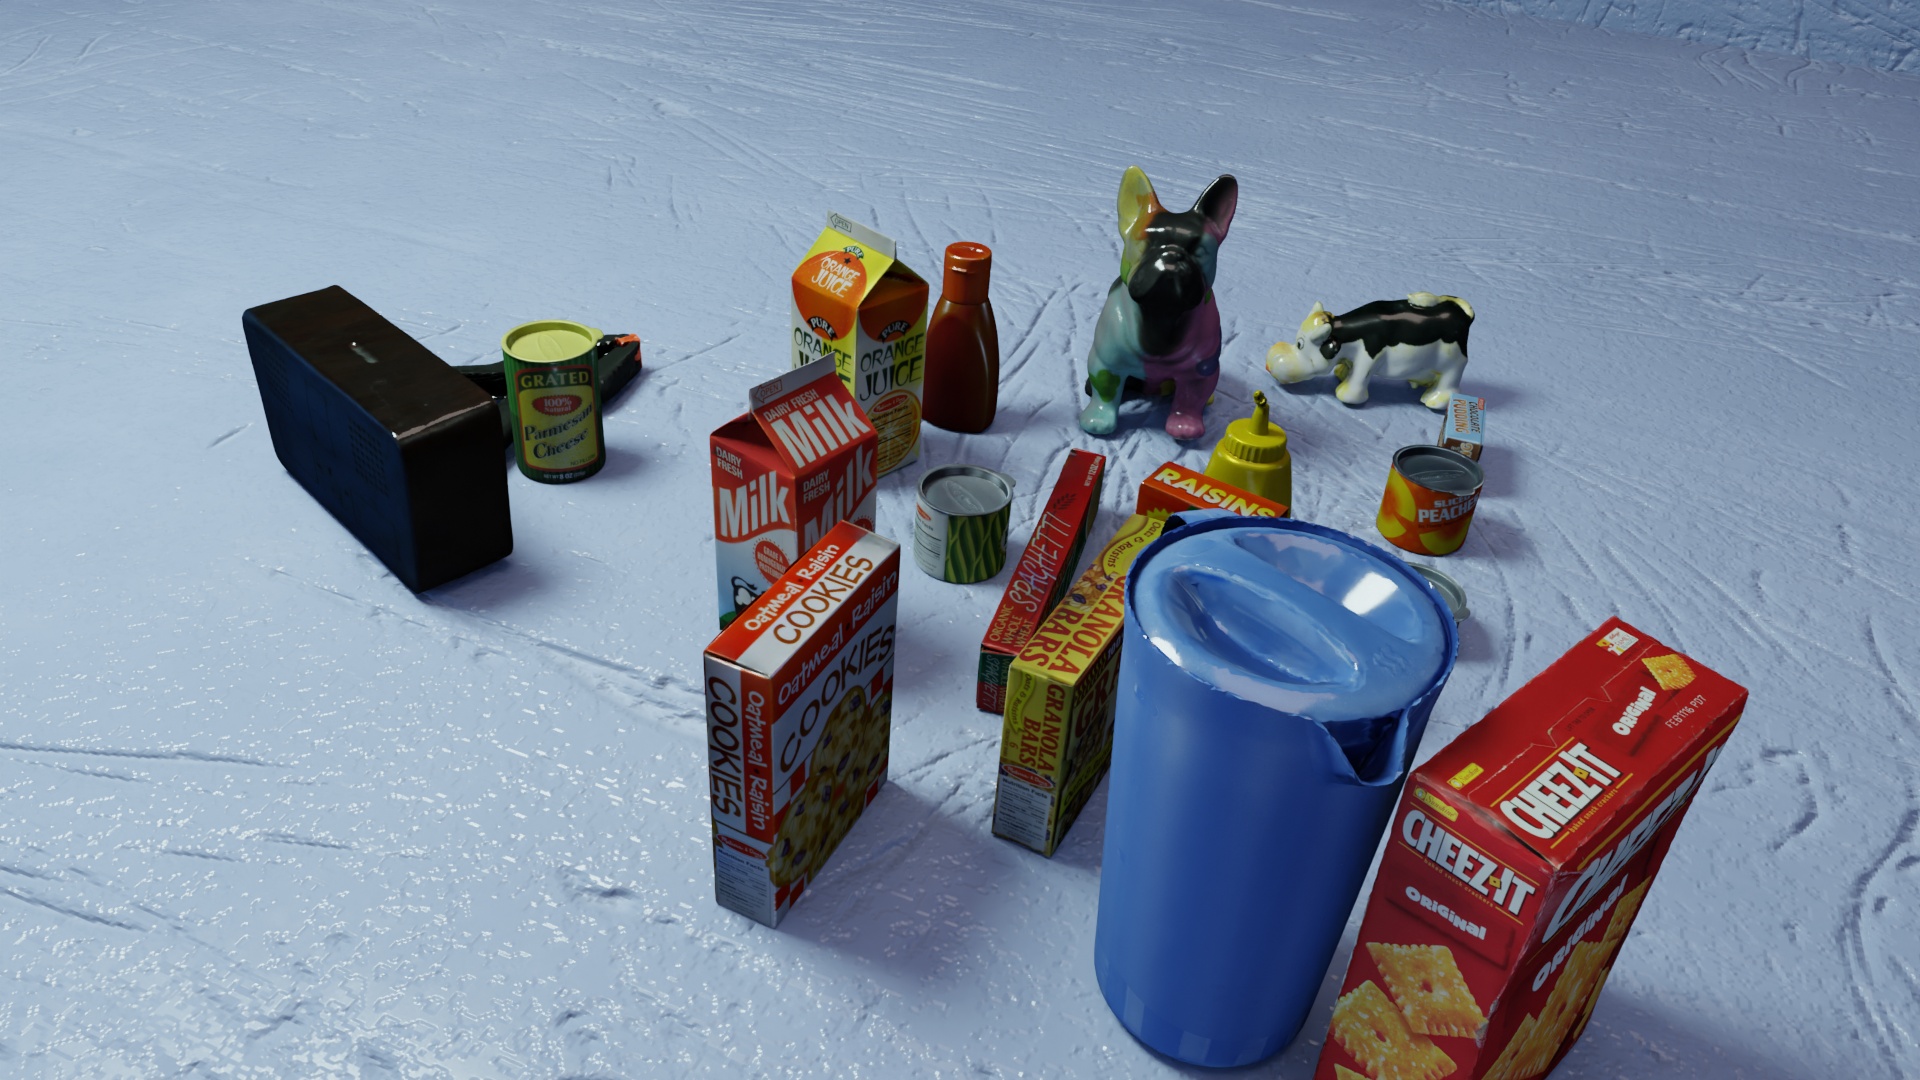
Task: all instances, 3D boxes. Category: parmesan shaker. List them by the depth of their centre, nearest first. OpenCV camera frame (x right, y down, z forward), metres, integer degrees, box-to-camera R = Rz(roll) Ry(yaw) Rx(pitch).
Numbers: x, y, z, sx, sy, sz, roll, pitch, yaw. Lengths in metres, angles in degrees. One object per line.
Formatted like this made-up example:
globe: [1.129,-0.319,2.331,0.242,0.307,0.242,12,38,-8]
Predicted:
parmesan shaker: [-0.293,-0.101,1.016,0.071,0.102,0.072,3,34,-2]

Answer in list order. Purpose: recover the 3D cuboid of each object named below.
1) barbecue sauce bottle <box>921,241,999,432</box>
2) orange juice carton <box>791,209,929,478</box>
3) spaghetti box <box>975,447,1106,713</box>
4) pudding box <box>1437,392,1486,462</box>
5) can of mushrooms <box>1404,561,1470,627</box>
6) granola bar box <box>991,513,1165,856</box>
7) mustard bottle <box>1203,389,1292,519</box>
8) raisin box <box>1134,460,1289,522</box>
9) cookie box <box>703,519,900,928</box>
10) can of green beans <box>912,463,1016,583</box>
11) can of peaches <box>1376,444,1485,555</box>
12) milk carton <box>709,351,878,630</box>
barbecue sauce bottle: [0.001,-0.160,1.096,0.065,0.147,0.044,16,36,16]
orange juice carton: [-0.075,-0.142,1.023,0.072,0.191,0.073,31,42,33]
spaghetti box: [0.057,0.020,0.927,0.029,0.049,0.251,12,35,11]
pudding box: [0.399,-0.078,1.111,0.030,0.049,0.084,14,35,14]
can of mushrooms: [0.304,0.047,0.932,0.071,0.033,0.071,3,34,-2]
granola bar box: [0.075,0.077,0.780,0.039,0.123,0.166,19,37,21]
mustard bottle: [0.188,-0.028,0.916,0.065,0.159,0.049,30,42,33]
raisin box: [0.149,0.022,0.870,0.086,0.122,0.040,26,39,28]
cookie box: [-0.079,0.092,0.703,0.040,0.166,0.123,18,36,19]
can of green beans: [0.001,-0.012,0.960,0.071,0.057,0.071,3,34,-2]
can of peaches: [0.347,-0.029,1.025,0.071,0.057,0.071,3,34,-2]
milk carton: [-0.100,-0.019,0.842,0.073,0.189,0.073,27,40,29]
